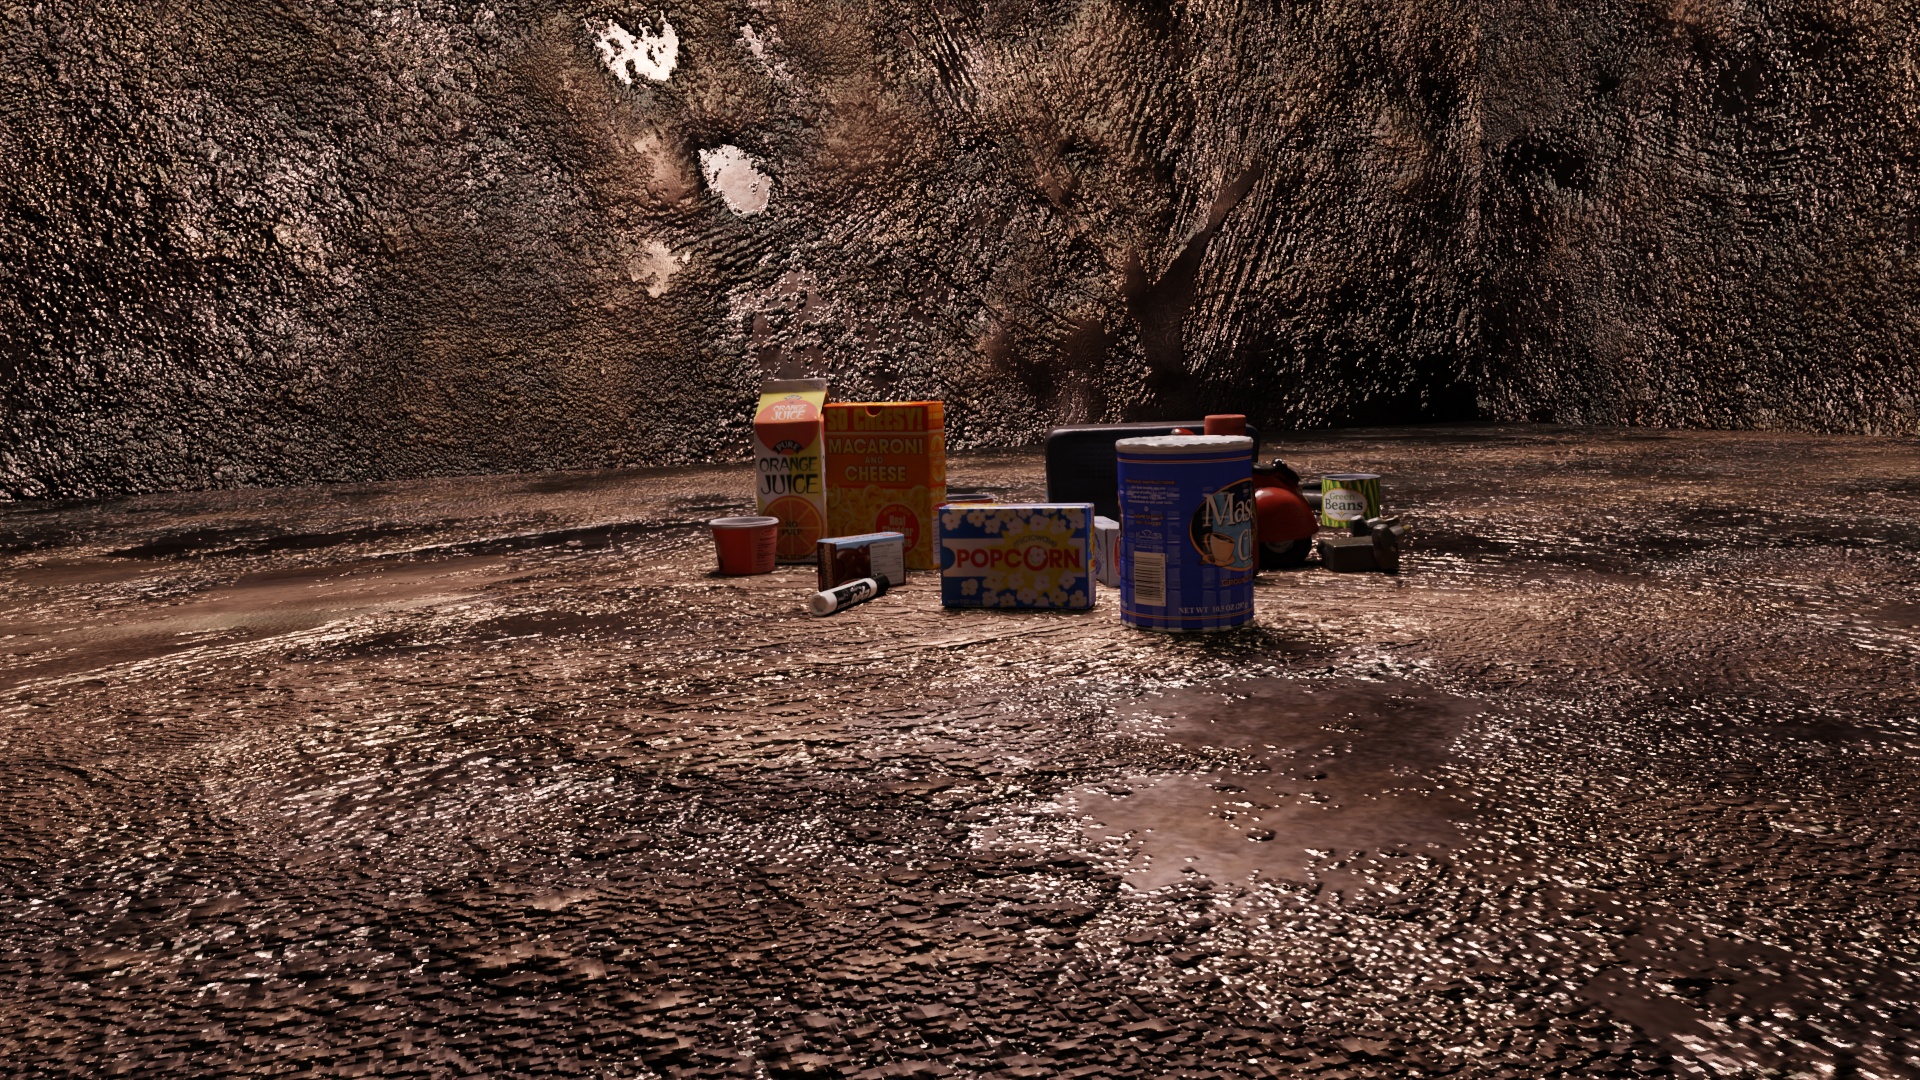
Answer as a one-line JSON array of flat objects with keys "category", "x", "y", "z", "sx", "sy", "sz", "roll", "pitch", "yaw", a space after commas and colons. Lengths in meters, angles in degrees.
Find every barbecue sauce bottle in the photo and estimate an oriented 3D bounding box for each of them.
[{"category": "barbecue sauce bottle", "x": 0.239, "y": -0.039, "z": 1.254, "sx": 0.065, "sy": 0.148, "sz": 0.043, "roll": -7, "pitch": 8, "yaw": -36}]

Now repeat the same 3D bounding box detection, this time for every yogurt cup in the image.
[{"category": "yogurt cup", "x": -0.217, "y": 0.005, "z": 1.403, "sx": 0.072, "sy": 0.054, "sz": 0.072, "roll": -2, "pitch": 7, "yaw": 0}]

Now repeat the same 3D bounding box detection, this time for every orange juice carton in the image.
[{"category": "orange juice carton", "x": -0.172, "y": -0.074, "z": 1.468, "sx": 0.072, "sy": 0.192, "sz": 0.073, "roll": -1, "pitch": 7, "yaw": 9}]

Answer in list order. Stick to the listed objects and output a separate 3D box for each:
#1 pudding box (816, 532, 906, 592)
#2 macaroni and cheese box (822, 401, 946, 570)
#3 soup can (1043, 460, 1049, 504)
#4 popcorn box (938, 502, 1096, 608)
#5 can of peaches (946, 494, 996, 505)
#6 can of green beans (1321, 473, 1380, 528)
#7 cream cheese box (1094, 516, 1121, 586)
[{"category": "pudding box", "x": -0.090, "y": 0.020, "z": 1.270, "sx": 0.084, "sy": 0.049, "sz": 0.030, "roll": -8, "pitch": 9, "yaw": -42}, {"category": "macaroni and cheese box", "x": -0.076, "y": -0.056, "z": 1.408, "sx": 0.123, "sy": 0.166, "sz": 0.040, "roll": 1, "pitch": 7, "yaw": 27}, {"category": "soup can", "x": 0.133, "y": -0.054, "z": 1.664, "sx": 0.071, "sy": 0.083, "sz": 0.071, "roll": -2, "pitch": 7, "yaw": 0}, {"category": "popcorn box", "x": 0.048, "y": 0.012, "z": 1.157, "sx": 0.127, "sy": 0.085, "sz": 0.038, "roll": 0, "pitch": 7, "yaw": 14}, {"category": "can of peaches", "x": 0.005, "y": -0.019, "z": 1.522, "sx": 0.071, "sy": 0.058, "sz": 0.071, "roll": -2, "pitch": 7, "yaw": 0}, {"category": "can of green beans", "x": 0.456, "y": -0.046, "z": 1.621, "sx": 0.071, "sy": 0.057, "sz": 0.071, "roll": -2, "pitch": 7, "yaw": 0}, {"category": "cream cheese box", "x": 0.134, "y": 0.009, "z": 1.286, "sx": 0.024, "sy": 0.053, "sz": 0.104, "roll": -3, "pitch": 7, "yaw": -7}]
